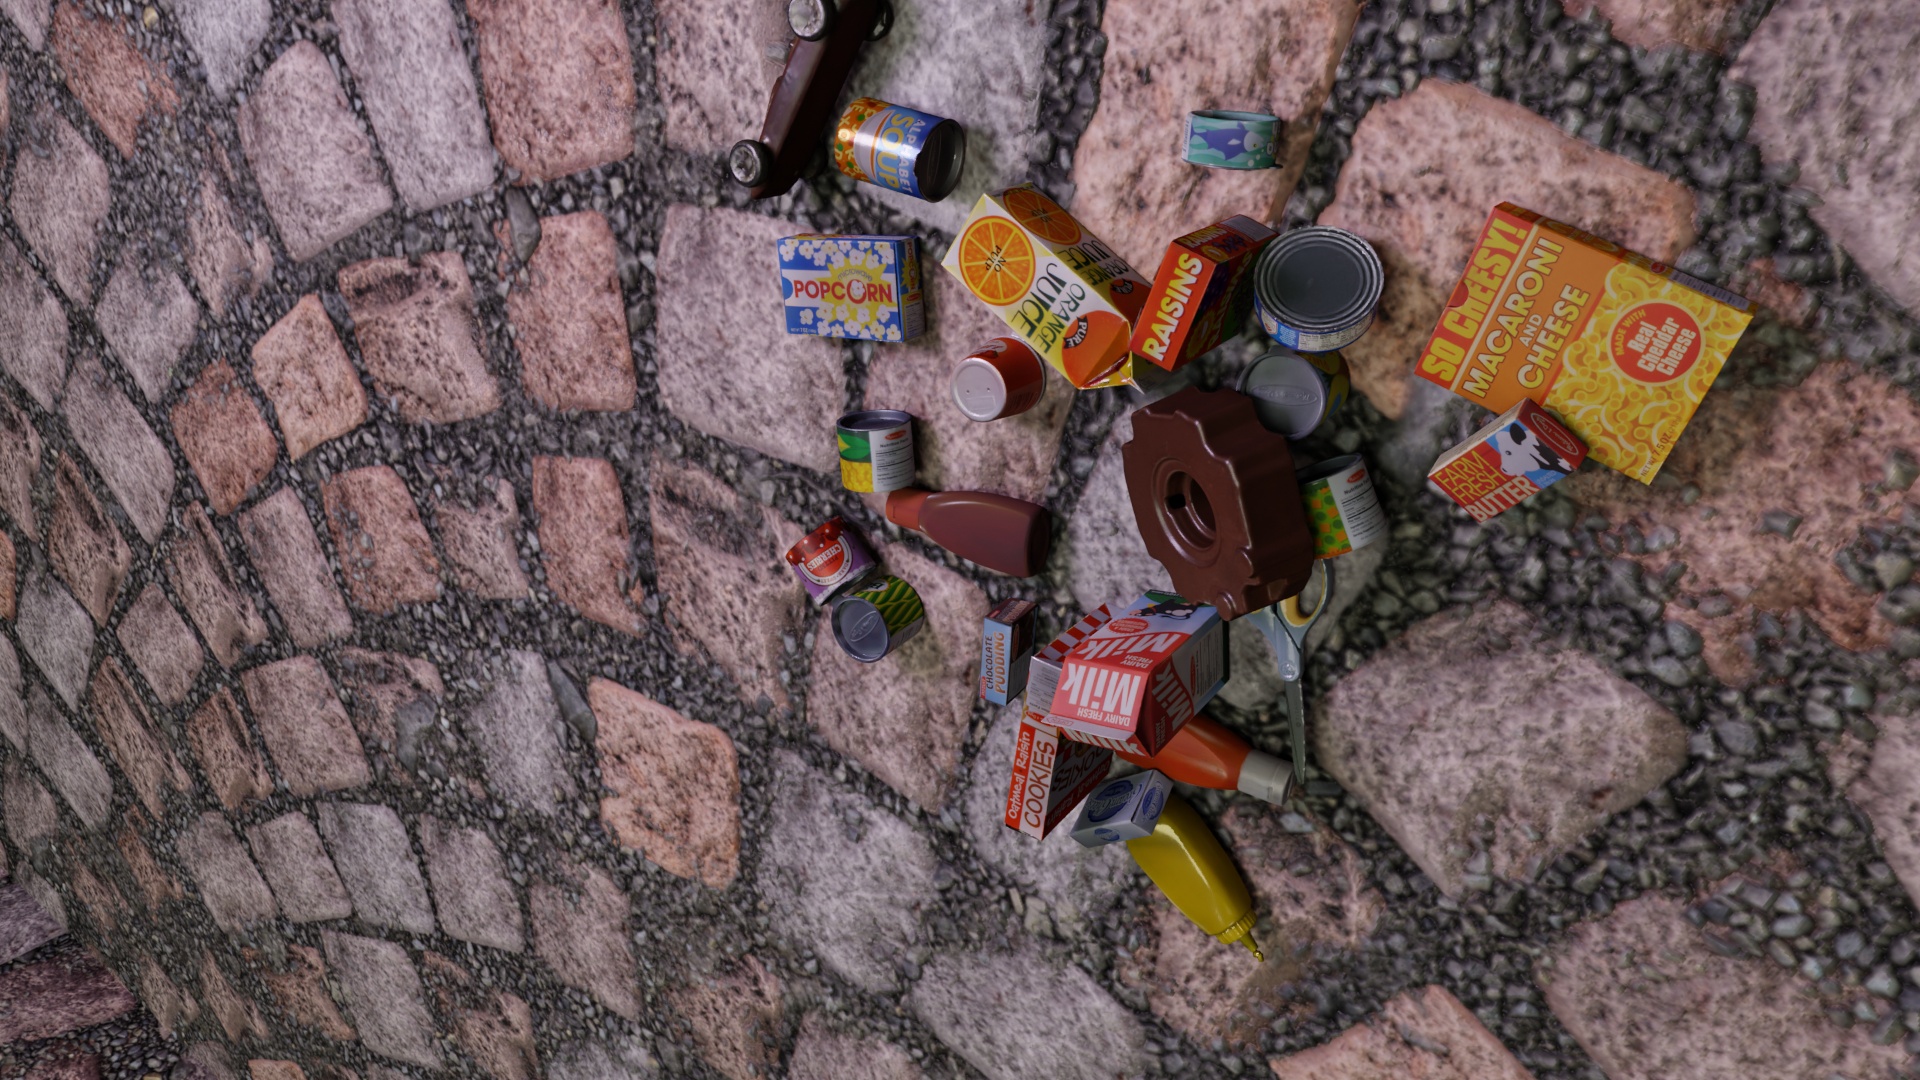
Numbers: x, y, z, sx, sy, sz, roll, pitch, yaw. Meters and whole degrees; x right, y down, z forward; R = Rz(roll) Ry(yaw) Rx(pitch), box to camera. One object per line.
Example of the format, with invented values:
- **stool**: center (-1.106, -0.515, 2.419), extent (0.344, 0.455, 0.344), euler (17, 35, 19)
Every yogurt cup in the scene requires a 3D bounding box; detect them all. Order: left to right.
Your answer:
- **yogurt cup**: center (0.028, -0.130, 1.138), extent (0.072, 0.054, 0.072), euler (14, 117, 29)

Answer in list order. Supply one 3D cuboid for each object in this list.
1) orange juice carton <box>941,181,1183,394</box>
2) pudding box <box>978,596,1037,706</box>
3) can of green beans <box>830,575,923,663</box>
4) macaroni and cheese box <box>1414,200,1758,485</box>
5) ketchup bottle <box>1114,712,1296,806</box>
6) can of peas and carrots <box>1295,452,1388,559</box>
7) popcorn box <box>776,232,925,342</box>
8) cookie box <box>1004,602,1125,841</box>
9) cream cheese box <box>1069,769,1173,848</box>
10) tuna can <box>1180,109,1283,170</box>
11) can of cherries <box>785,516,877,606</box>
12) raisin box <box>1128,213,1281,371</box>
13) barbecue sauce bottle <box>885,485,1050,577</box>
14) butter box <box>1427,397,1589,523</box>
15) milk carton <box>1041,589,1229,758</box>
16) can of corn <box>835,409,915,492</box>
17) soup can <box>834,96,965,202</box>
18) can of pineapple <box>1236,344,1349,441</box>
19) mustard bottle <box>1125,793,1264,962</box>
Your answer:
- **orange juice carton**: center (0.086, -0.185, 1.065), extent (0.193, 0.072, 0.072), euler (44, 127, 12)
- **pudding box**: center (0.042, 0.097, 1.223), extent (0.030, 0.050, 0.083), euler (17, 118, 26)
- **can of green beans**: center (-0.077, 0.072, 1.287), extent (0.071, 0.058, 0.071), euler (13, 116, 29)
- **macaroni and cheese box**: center (0.398, -0.129, 0.897), extent (0.167, 0.040, 0.123), euler (31, 122, 21)
- **ketchup bottle**: center (0.202, 0.176, 1.151), extent (0.149, 0.044, 0.064), euler (19, 123, 26)
- **can of peas and carrots**: center (0.268, -0.024, 1.012), extent (0.071, 0.071, 0.058), euler (-17, 99, 37)
- **popcorn box**: center (-0.093, -0.219, 1.194), extent (0.127, 0.038, 0.085), euler (9, 114, 31)
- **cookie box**: center (0.093, 0.151, 1.163), extent (0.040, 0.123, 0.166), euler (22, 120, 26)
- **cream cheese box**: center (0.137, 0.230, 1.190), extent (0.024, 0.053, 0.103), euler (37, 150, -12)
- **tuna can**: center (0.190, -0.278, 0.962), extent (0.071, 0.071, 0.032), euler (16, 117, 28)
- **can of cherries**: center (-0.120, 0.019, 1.288), extent (0.071, 0.072, 0.058), euler (-39, 84, 38)
- **raisin box**: center (0.172, -0.176, 0.978), extent (0.040, 0.124, 0.085), euler (33, 124, 19)
- **barbecue sauce bottle**: center (0.004, -0.015, 1.207), extent (0.148, 0.044, 0.064), euler (16, 117, 29)
- **butter box**: center (0.365, -0.052, 0.930), extent (0.053, 0.024, 0.103), euler (41, 155, 2)
- **milk carton**: center (0.138, 0.107, 1.072), extent (0.072, 0.191, 0.073), euler (8, 113, 31)
- **can of corn**: center (-0.075, -0.080, 1.221), extent (0.071, 0.071, 0.058), euler (9, 114, 31)
- **soup can**: center (-0.050, -0.312, 1.106), extent (0.084, 0.072, 0.071), euler (23, 120, 25)
- **can of pineapple**: center (0.241, -0.111, 1.000), extent (0.071, 0.058, 0.070), euler (13, 116, 29)
- **mustard bottle**: center (0.208, 0.295, 1.192), extent (0.160, 0.049, 0.065), euler (53, 128, 4)
